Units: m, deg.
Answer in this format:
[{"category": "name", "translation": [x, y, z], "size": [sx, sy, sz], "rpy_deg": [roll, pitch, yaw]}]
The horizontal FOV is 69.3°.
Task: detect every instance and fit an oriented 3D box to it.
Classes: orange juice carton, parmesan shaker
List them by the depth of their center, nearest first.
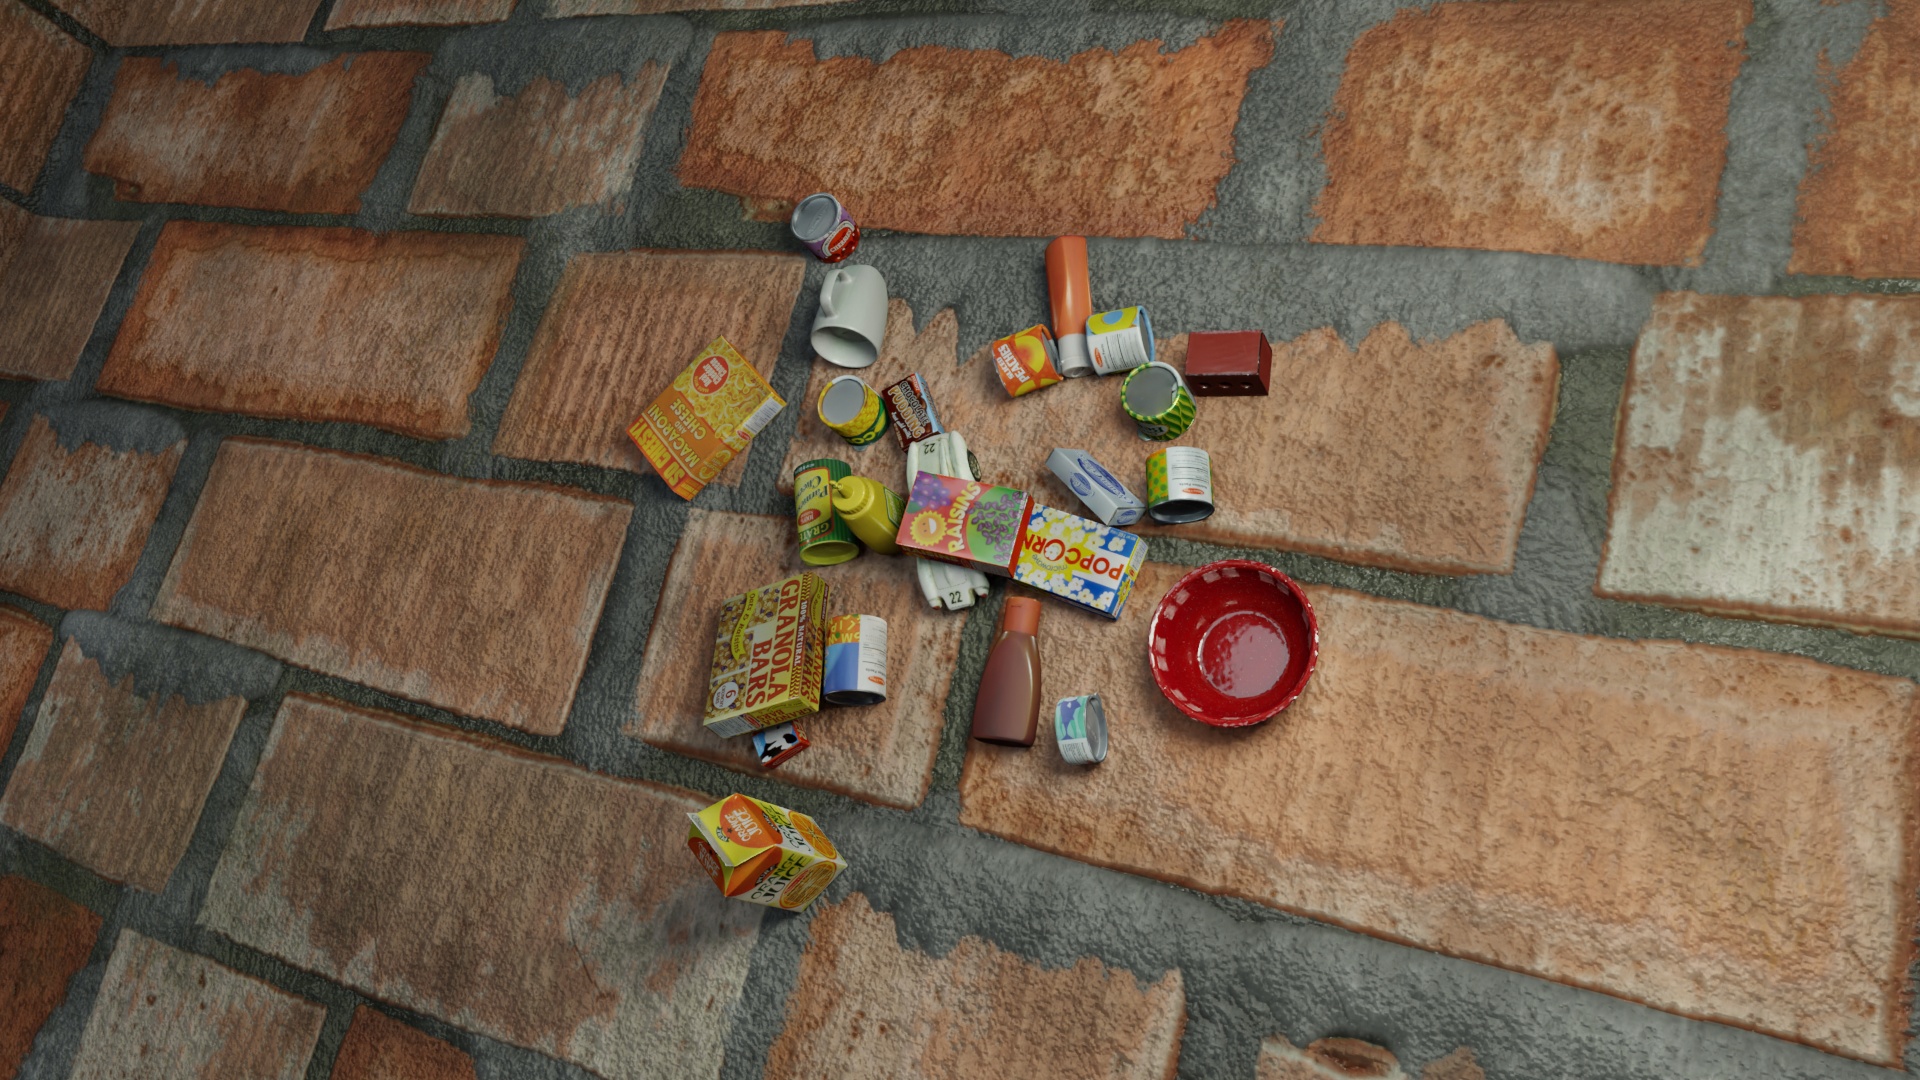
[{"category": "orange juice carton", "translation": [-0.198, 0.307, 1.369], "size": [0.073, 0.192, 0.072], "rpy_deg": [-46, 59, 2]}, {"category": "parmesan shaker", "translation": [-0.152, -0.031, 1.547], "size": [0.071, 0.071, 0.103], "rpy_deg": [-16, 65, 19]}]

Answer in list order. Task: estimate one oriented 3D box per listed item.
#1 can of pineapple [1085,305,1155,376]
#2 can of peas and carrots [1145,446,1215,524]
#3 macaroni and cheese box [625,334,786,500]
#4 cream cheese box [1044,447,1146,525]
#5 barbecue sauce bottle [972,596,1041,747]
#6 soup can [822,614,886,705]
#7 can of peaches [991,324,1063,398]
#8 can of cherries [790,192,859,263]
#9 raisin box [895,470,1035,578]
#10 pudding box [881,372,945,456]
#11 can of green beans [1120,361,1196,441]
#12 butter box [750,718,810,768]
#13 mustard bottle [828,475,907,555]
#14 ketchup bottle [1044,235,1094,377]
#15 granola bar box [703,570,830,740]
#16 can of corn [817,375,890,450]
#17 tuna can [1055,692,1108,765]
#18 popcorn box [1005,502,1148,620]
[{"category": "can of pineapple", "translation": [0.170, -0.212, 1.468], "size": [0.058, 0.071, 0.071], "rpy_deg": [-9, 68, 21]}, {"category": "can of peas and carrots", "translation": [0.218, -0.054, 1.389], "size": [0.071, 0.071, 0.059], "rpy_deg": [-9, 68, 22]}, {"category": "macaroni and cheese box", "translation": [-0.307, -0.148, 1.675], "size": [0.166, 0.040, 0.124], "rpy_deg": [-45, 60, 3]}, {"category": "cream cheese box", "translation": [0.139, -0.056, 1.430], "size": [0.104, 0.053, 0.024], "rpy_deg": [47, 121, 30]}, {"category": "barbecue sauce bottle", "translation": [0.054, 0.132, 1.406], "size": [0.065, 0.043, 0.149], "rpy_deg": [2, 72, 25]}, {"category": "soup can", "translation": [-0.113, 0.127, 1.471], "size": [0.071, 0.071, 0.084], "rpy_deg": [-9, 68, 22]}, {"category": "can of peaches", "translation": [0.073, -0.194, 1.502], "size": [0.058, 0.071, 0.071], "rpy_deg": [-18, 65, 17]}, {"category": "can of cherries", "translation": [-0.162, -0.377, 1.683], "size": [0.071, 0.058, 0.072], "rpy_deg": [-8, 68, 21]}, {"category": "raisin box", "translation": [0.005, -0.018, 1.427], "size": [0.123, 0.040, 0.086], "rpy_deg": [12, 75, 15]}, {"category": "pudding box", "translation": [-0.052, -0.141, 1.562], "size": [0.049, 0.030, 0.084], "rpy_deg": [-26, 63, 13]}, {"category": "can of green beans", "translation": [0.204, -0.143, 1.431], "size": [0.071, 0.057, 0.071], "rpy_deg": [-8, 68, 22]}, {"category": "butter box", "translation": [-0.207, 0.191, 1.513], "size": [0.053, 0.024, 0.104], "rpy_deg": [-33, 61, 10]}, {"category": "mustard bottle", "translation": [-0.097, -0.033, 1.468], "size": [0.049, 0.160, 0.065], "rpy_deg": [-18, 67, 16]}, {"category": "ketchup bottle", "translation": [0.120, -0.252, 1.510], "size": [0.043, 0.064, 0.149], "rpy_deg": [-1, 75, -13]}, {"category": "granola bar box", "translation": [-0.207, 0.123, 1.499], "size": [0.124, 0.039, 0.166], "rpy_deg": [-19, 46, 22]}, {"category": "can of corn", "translation": [-0.121, -0.145, 1.579], "size": [0.071, 0.058, 0.071], "rpy_deg": [-8, 68, 22]}, {"category": "tuna can", "translation": [0.118, 0.181, 1.346], "size": [0.033, 0.071, 0.071], "rpy_deg": [-10, 68, 22]}, {"category": "popcorn box", "translation": [0.117, 0.021, 1.420], "size": [0.127, 0.038, 0.085], "rpy_deg": [19, 80, 29]}]
